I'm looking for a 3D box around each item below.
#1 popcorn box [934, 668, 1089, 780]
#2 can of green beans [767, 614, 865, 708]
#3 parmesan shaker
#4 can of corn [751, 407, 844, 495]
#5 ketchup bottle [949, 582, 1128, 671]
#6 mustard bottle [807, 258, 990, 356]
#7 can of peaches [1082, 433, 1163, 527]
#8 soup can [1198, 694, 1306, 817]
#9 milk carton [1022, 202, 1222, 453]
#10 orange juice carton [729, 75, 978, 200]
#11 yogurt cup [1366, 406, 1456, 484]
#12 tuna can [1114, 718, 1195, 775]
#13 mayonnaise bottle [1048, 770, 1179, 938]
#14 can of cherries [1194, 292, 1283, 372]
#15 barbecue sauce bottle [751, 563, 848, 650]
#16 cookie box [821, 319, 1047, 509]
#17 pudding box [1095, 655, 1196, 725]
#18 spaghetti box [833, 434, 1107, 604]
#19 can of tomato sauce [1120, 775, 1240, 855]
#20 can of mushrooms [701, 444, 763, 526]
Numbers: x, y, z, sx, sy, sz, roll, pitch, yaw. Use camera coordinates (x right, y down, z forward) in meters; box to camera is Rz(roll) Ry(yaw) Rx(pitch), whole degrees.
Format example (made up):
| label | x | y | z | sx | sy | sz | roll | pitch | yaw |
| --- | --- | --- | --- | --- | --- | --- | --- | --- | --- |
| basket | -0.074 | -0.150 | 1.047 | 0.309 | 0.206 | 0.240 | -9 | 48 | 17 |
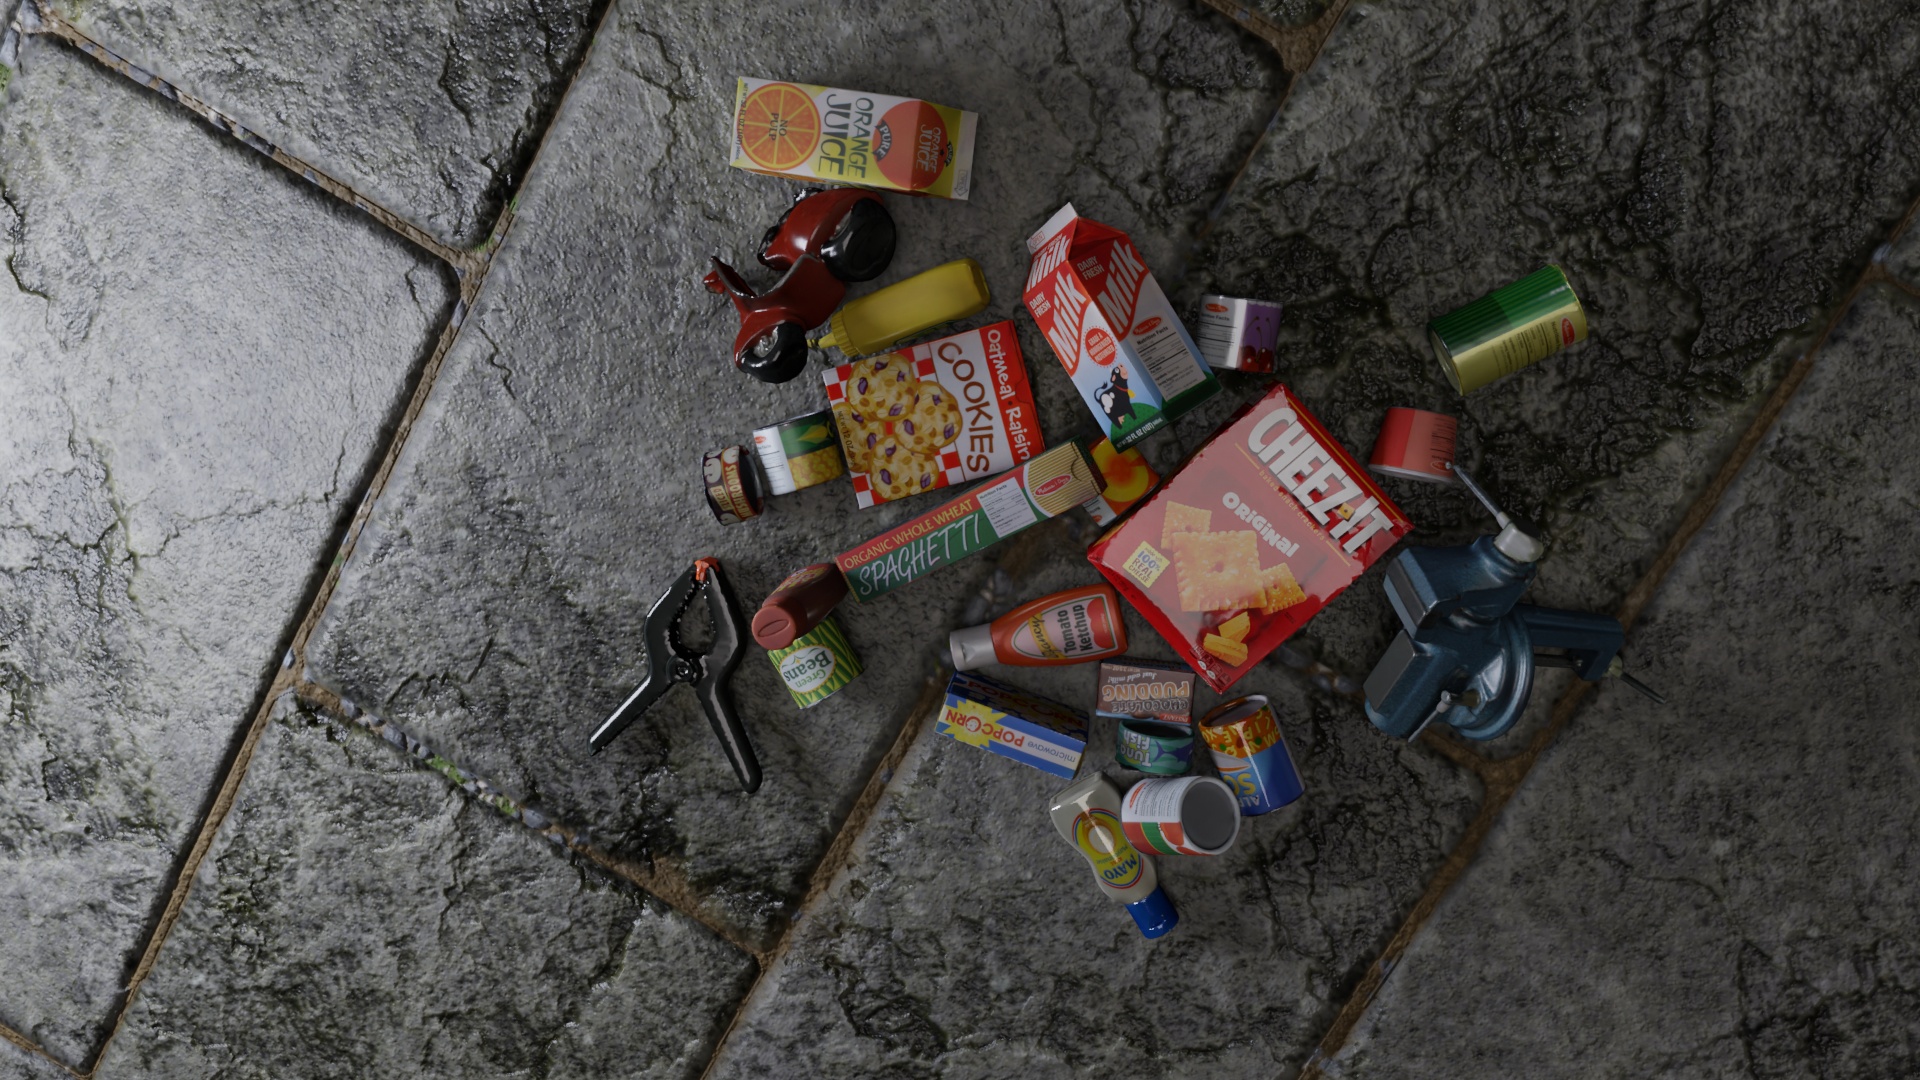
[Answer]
| label | x | y | z | sx | sy | sz | roll | pitch | yaw |
| --- | --- | --- | --- | --- | --- | --- | --- | --- | --- |
| popcorn box | 0.046 | 0.156 | 1.190 | 0.127 | 0.085 | 0.038 | 20 | 102 | 3 |
| can of green beans | -0.126 | 0.105 | 1.211 | 0.071 | 0.071 | 0.058 | -30 | 95 | 11 |
| parmesan shaker | 0.431 | -0.168 | 1.101 | 0.103 | 0.071 | 0.071 | -25 | 96 | 11 |
| can of corn | -0.135 | -0.076 | 1.185 | 0.071 | 0.071 | 0.058 | -15 | 98 | 9 |
| ketchup bottle | 0.067 | 0.081 | 1.197 | 0.149 | 0.043 | 0.064 | -13 | 94 | 9 |
| mustard bottle | -0.056 | -0.188 | 1.160 | 0.160 | 0.065 | 0.048 | -19 | 96 | 17 |
| can of peaches | 0.126 | -0.055 | 1.158 | 0.071 | 0.071 | 0.058 | -39 | 93 | 11 |
| soup can | 0.245 | 0.184 | 1.180 | 0.071 | 0.071 | 0.083 | -23 | 96 | 10 |
| milk carton | 0.119 | -0.175 | 1.116 | 0.074 | 0.072 | 0.190 | -31 | 89 | -34 |
| orange juice carton | -0.084 | -0.326 | 1.133 | 0.193 | 0.073 | 0.071 | 9 | 100 | 5 |
| yogurt cup | 0.369 | -0.078 | 1.127 | 0.072 | 0.072 | 0.054 | 11 | 93 | 5 |
| tuna can | 0.165 | 0.175 | 1.187 | 0.071 | 0.071 | 0.032 | 6 | 99 | 6 |
| mayonnaise bottle | 0.140 | 0.279 | 1.221 | 0.064 | 0.041 | 0.148 | -32 | 94 | 9 |
| can of cherries | 0.227 | -0.169 | 1.128 | 0.071 | 0.071 | 0.058 | 7 | 101 | 5 |
| barbecue sauce bottle | -0.138 | 0.056 | 1.163 | 0.065 | 0.149 | 0.043 | -23 | 97 | 10 |
| cookie box | -0.020 | -0.107 | 1.178 | 0.167 | 0.040 | 0.122 | -14 | 97 | 9 |
| pudding box | 0.160 | 0.129 | 1.201 | 0.084 | 0.030 | 0.049 | 6 | 101 | 6 |
| spaghetti box | 0.004 | -0.015 | 1.162 | 0.249 | 0.029 | 0.050 | -25 | 96 | 27 |
| can of tomato sauce | 0.188 | 0.234 | 1.177 | 0.071 | 0.083 | 0.071 | 6 | 76 | -27 |
| can of mushrooms | -0.195 | -0.047 | 1.192 | 0.033 | 0.071 | 0.071 | -13 | 98 | 7 |
